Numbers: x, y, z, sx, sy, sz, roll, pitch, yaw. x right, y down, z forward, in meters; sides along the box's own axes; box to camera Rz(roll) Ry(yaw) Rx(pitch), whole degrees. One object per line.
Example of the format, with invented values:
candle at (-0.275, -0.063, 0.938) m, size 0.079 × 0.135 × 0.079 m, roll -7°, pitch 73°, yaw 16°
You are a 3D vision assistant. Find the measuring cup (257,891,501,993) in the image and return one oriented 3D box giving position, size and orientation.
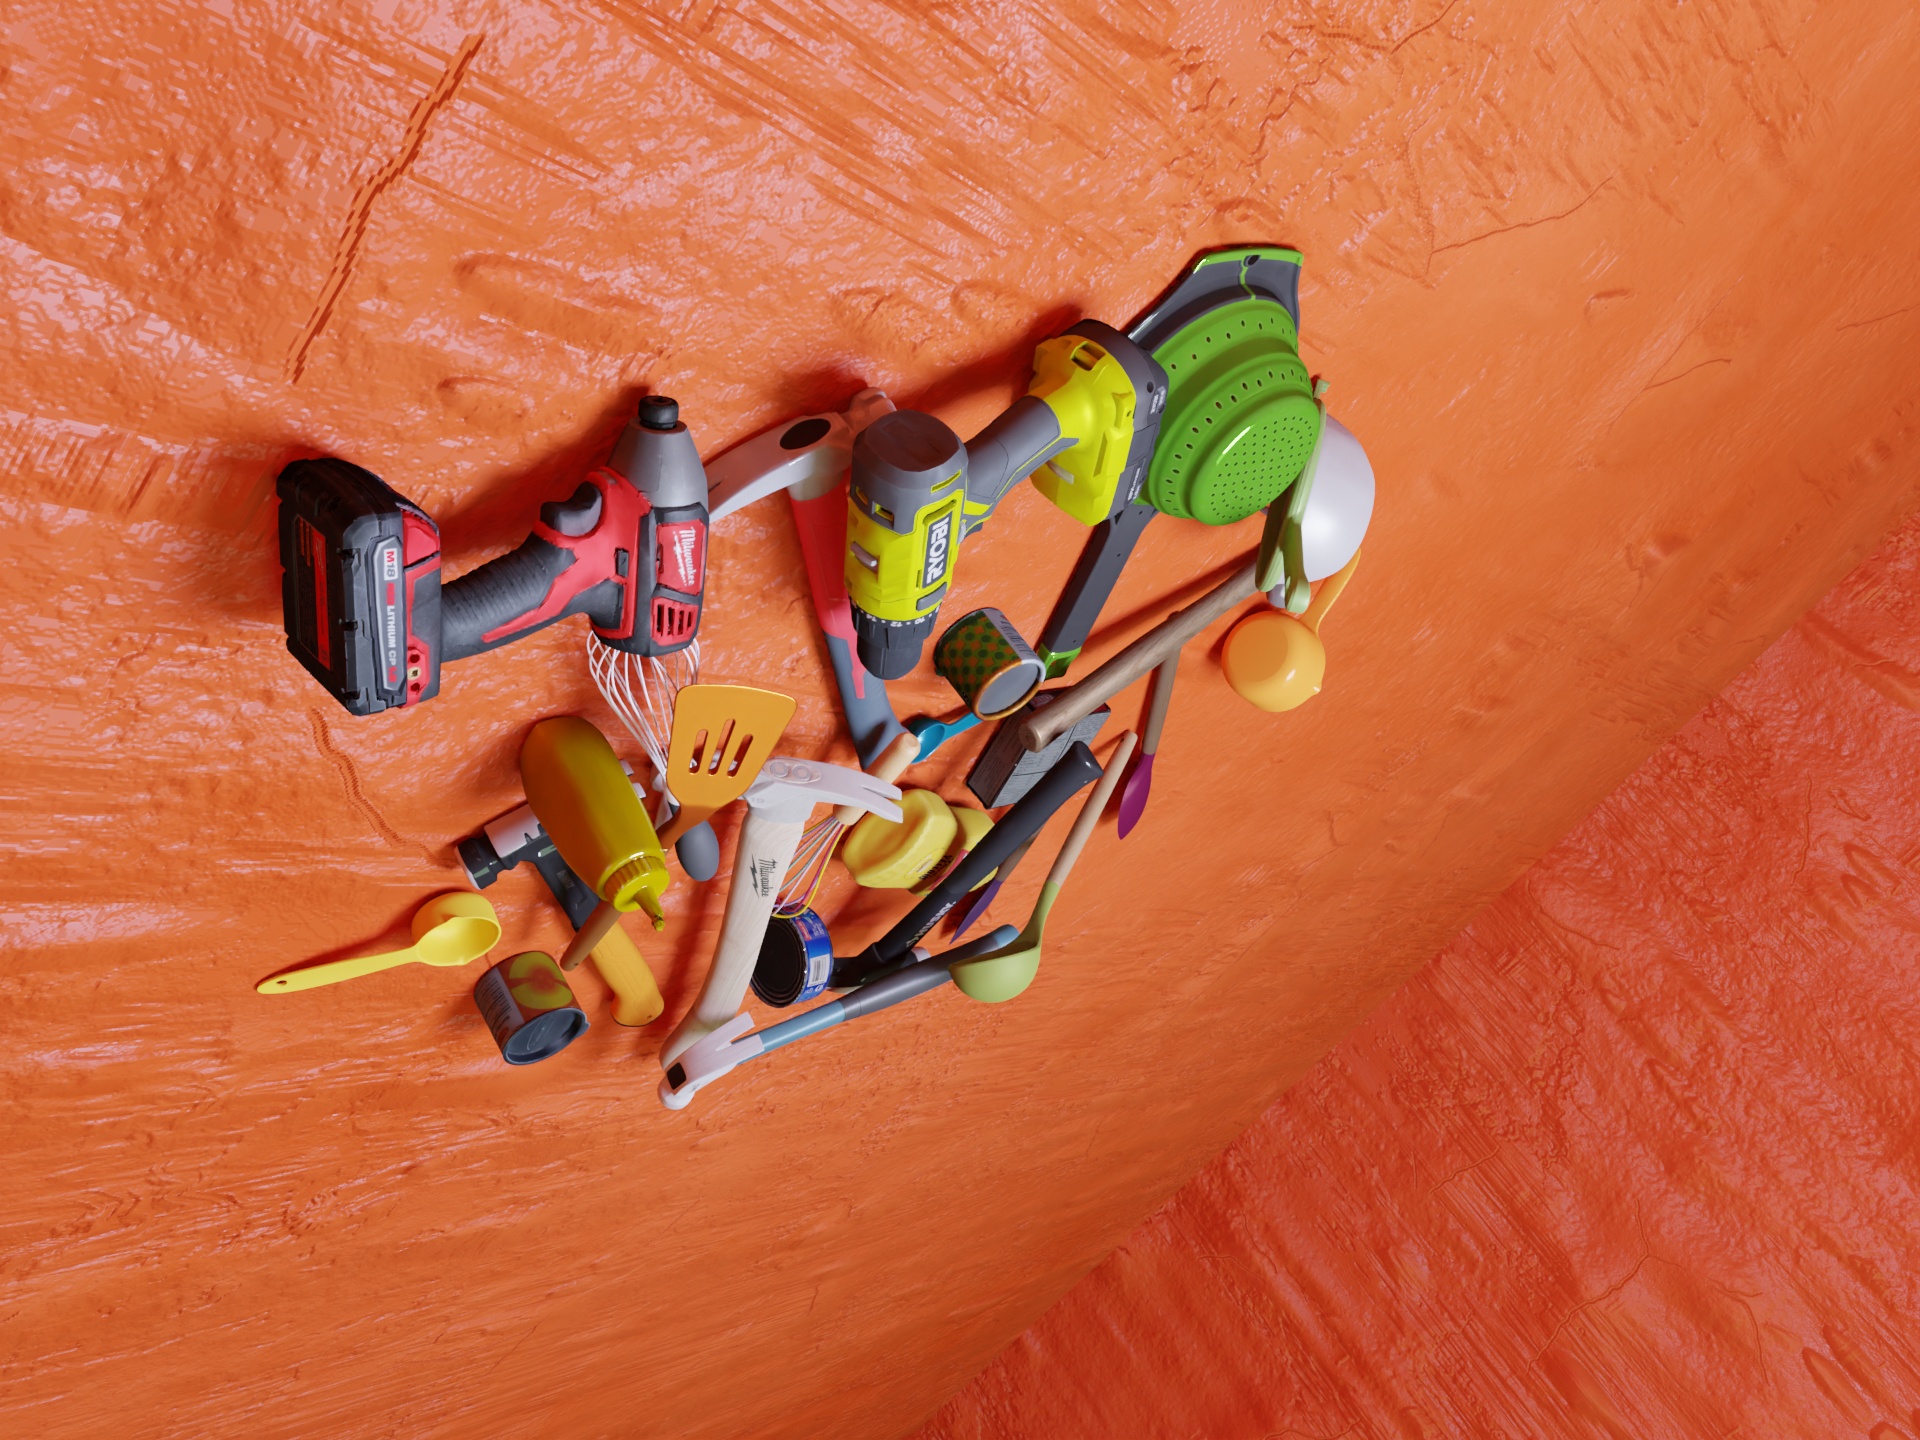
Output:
measuring cup at (-0.390, 0.150, 1.067) m, size 0.156 × 0.029 × 0.062 m, roll -13°, pitch 145°, yaw -18°

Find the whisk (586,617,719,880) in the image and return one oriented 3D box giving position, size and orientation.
whisk at (-0.187, 0.024, 1.040) m, size 0.070 × 0.070 × 0.284 m, roll -27°, pitch 145°, yaw -18°

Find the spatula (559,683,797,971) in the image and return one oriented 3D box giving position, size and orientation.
spatula at (-0.207, 0.083, 1.054) m, size 0.081 × 0.041 × 0.322 m, roll 6°, pitch 144°, yaw -33°

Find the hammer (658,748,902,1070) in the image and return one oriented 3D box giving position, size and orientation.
hammer at (-0.166, 0.175, 1.266) m, size 0.146 × 0.038 × 0.410 m, roll 10°, pitch 135°, yaw -14°

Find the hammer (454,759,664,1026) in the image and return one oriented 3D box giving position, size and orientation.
hammer at (-0.265, 0.149, 1.188) m, size 0.127 × 0.034 × 0.336 m, roll -29°, pitch 151°, yaw -14°

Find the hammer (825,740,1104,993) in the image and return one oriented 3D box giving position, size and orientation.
hammer at (0.003, 0.129, 1.331) m, size 0.146 × 0.035 × 0.334 m, roll 1°, pitch 141°, yaw -48°

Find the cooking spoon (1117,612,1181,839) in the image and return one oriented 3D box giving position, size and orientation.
cooking spoon at (0.181, 0.011, 1.495) m, size 0.069 × 0.017 × 0.318 m, roll -52°, pitch 160°, yaw -34°

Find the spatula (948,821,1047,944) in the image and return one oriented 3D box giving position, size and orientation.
spatula at (0.046, 0.131, 1.490) m, size 0.060 × 0.018 × 0.315 m, roll -41°, pitch 168°, yaw -34°

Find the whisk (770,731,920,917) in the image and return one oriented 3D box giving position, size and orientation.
whisk at (-0.097, 0.086, 1.238) m, size 0.051 × 0.047 × 0.245 m, roll -13°, pitch 155°, yaw -46°

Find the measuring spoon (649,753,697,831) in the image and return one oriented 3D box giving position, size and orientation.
measuring spoon at (-0.211, 0.057, 1.138) m, size 0.034 × 0.018 × 0.124 m, roll -22°, pitch 155°, yaw -27°

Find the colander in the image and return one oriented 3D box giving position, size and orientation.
colander at (0.155, -0.148, 1.161) m, size 0.204 × 0.095 × 0.396 m, roll -14°, pitch 144°, yaw -37°

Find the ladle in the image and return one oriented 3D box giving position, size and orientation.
ladle at (0.084, 0.118, 1.404) m, size 0.078 × 0.062 × 0.320 m, roll -17°, pitch -147°, yaw 48°

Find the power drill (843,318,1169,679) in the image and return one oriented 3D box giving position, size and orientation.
power drill at (0.019, -0.135, 0.989) m, size 0.228 × 0.080 × 0.190 m, roll -36°, pitch 153°, yaw -30°

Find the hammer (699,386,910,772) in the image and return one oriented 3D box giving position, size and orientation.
hammer at (-0.090, -0.058, 1.076) m, size 0.143 × 0.038 × 0.386 m, roll -29°, pitch 151°, yaw -13°

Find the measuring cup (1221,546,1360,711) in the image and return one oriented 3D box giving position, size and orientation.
measuring cup at (0.304, -0.092, 1.445) m, size 0.052 × 0.095 × 0.173 m, roll 21°, pitch 104°, yaw -50°

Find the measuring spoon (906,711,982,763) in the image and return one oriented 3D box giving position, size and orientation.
measuring spoon at (-0.002, -0.004, 1.287) m, size 0.128 × 0.021 × 0.042 m, roll -28°, pitch 151°, yaw -36°

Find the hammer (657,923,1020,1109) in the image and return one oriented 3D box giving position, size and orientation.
hammer at (-0.092, 0.241, 1.345) m, size 0.331 × 0.033 × 0.128 m, roll -18°, pitch 161°, yaw -29°

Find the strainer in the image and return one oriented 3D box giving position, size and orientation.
strainer at (0.268, -0.137, 1.164) m, size 0.256 × 0.069 × 0.151 m, roll -73°, pitch 176°, yaw -58°

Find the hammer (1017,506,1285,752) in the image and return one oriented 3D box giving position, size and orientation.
hammer at (0.178, -0.074, 1.325) m, size 0.331 × 0.031 × 0.130 m, roll -34°, pitch 150°, yaw -23°

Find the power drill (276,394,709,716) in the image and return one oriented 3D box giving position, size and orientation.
power drill at (-0.226, -0.089, 0.819) m, size 0.219 × 0.079 × 0.143 m, roll -17°, pitch 128°, yaw -41°
